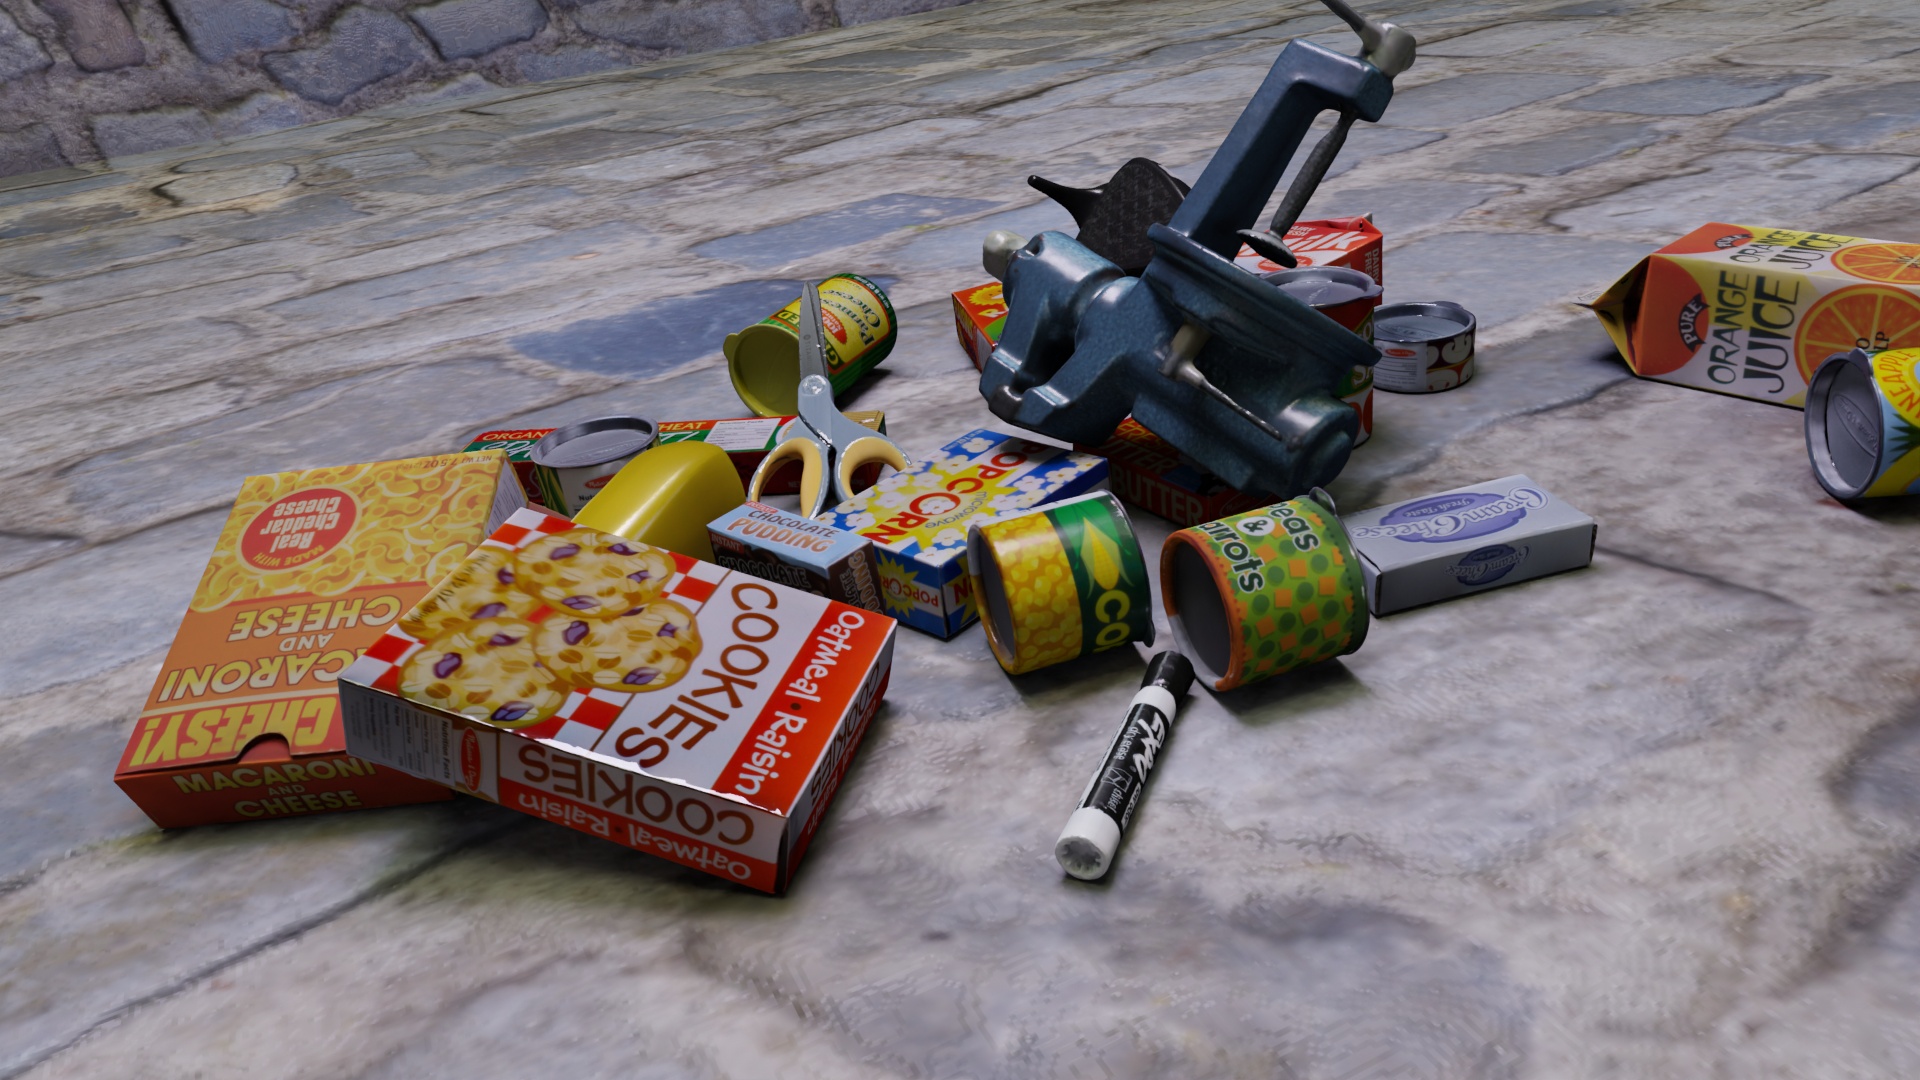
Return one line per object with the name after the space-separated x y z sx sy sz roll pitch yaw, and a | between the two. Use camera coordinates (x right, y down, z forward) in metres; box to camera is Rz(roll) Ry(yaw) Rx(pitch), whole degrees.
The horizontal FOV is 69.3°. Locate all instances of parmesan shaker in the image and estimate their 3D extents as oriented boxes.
-0.093 -0.124 0.876 0.071 0.071 0.103 6 30 25 | parmesan shaker

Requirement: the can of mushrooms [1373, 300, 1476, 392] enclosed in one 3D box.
0.265 -0.114 0.806 0.071 0.033 0.071 -6 27 3 | can of mushrooms

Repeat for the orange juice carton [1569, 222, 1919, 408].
0.432 -0.120 0.735 0.072 0.072 0.193 -27 33 -33 | orange juice carton

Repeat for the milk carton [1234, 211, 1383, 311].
0.192 -0.139 0.831 0.191 0.072 0.073 -27 33 -34 | milk carton

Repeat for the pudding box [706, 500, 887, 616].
-0.073 0.016 0.623 0.084 0.049 0.030 18 38 39 | pudding box

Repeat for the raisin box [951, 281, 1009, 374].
0.049 -0.135 0.896 0.086 0.040 0.124 -12 27 -7 | raisin box

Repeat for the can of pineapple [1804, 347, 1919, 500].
0.419 -0.054 0.614 0.058 0.070 0.071 -4 27 6 | can of pineapple

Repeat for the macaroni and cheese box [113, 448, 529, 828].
-0.263 0.035 0.590 0.124 0.040 0.167 -6 46 2 | macaroni and cheese box

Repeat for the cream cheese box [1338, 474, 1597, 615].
0.216 0.000 0.609 0.104 0.024 0.053 -12 28 -9 | cream cheese box

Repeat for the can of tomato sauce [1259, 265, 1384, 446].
0.187 -0.096 0.737 0.071 0.082 0.071 -6 27 3 | can of tomato sauce

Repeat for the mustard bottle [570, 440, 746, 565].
-0.159 0.014 0.637 0.049 0.065 0.161 5 35 28 | mustard bottle

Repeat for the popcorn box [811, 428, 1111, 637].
0.002 -0.008 0.663 0.085 0.038 0.127 18 36 38 | popcorn box

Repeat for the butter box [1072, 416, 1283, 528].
0.109 -0.036 0.705 0.053 0.024 0.103 -23 32 -29 | butter box

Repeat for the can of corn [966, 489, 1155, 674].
0.040 0.019 0.574 0.058 0.070 0.071 -14 28 -12 | can of corn

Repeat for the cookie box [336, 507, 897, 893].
-0.121 0.054 0.524 0.167 0.040 0.123 16 33 8 | cookie box

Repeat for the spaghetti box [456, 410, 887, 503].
-0.167 -0.047 0.790 0.250 0.028 0.050 -2 28 10 | spaghetti box

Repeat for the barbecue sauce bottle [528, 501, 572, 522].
-0.246 0.001 0.703 0.148 0.043 0.065 19 43 42 | barbecue sauce bottle

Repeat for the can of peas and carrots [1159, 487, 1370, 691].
0.118 0.019 0.547 0.059 0.070 0.071 -15 28 -13 | can of peas and carrots

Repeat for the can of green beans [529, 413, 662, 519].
-0.184 -0.027 0.725 0.071 0.057 0.071 -6 27 3 | can of green beans
